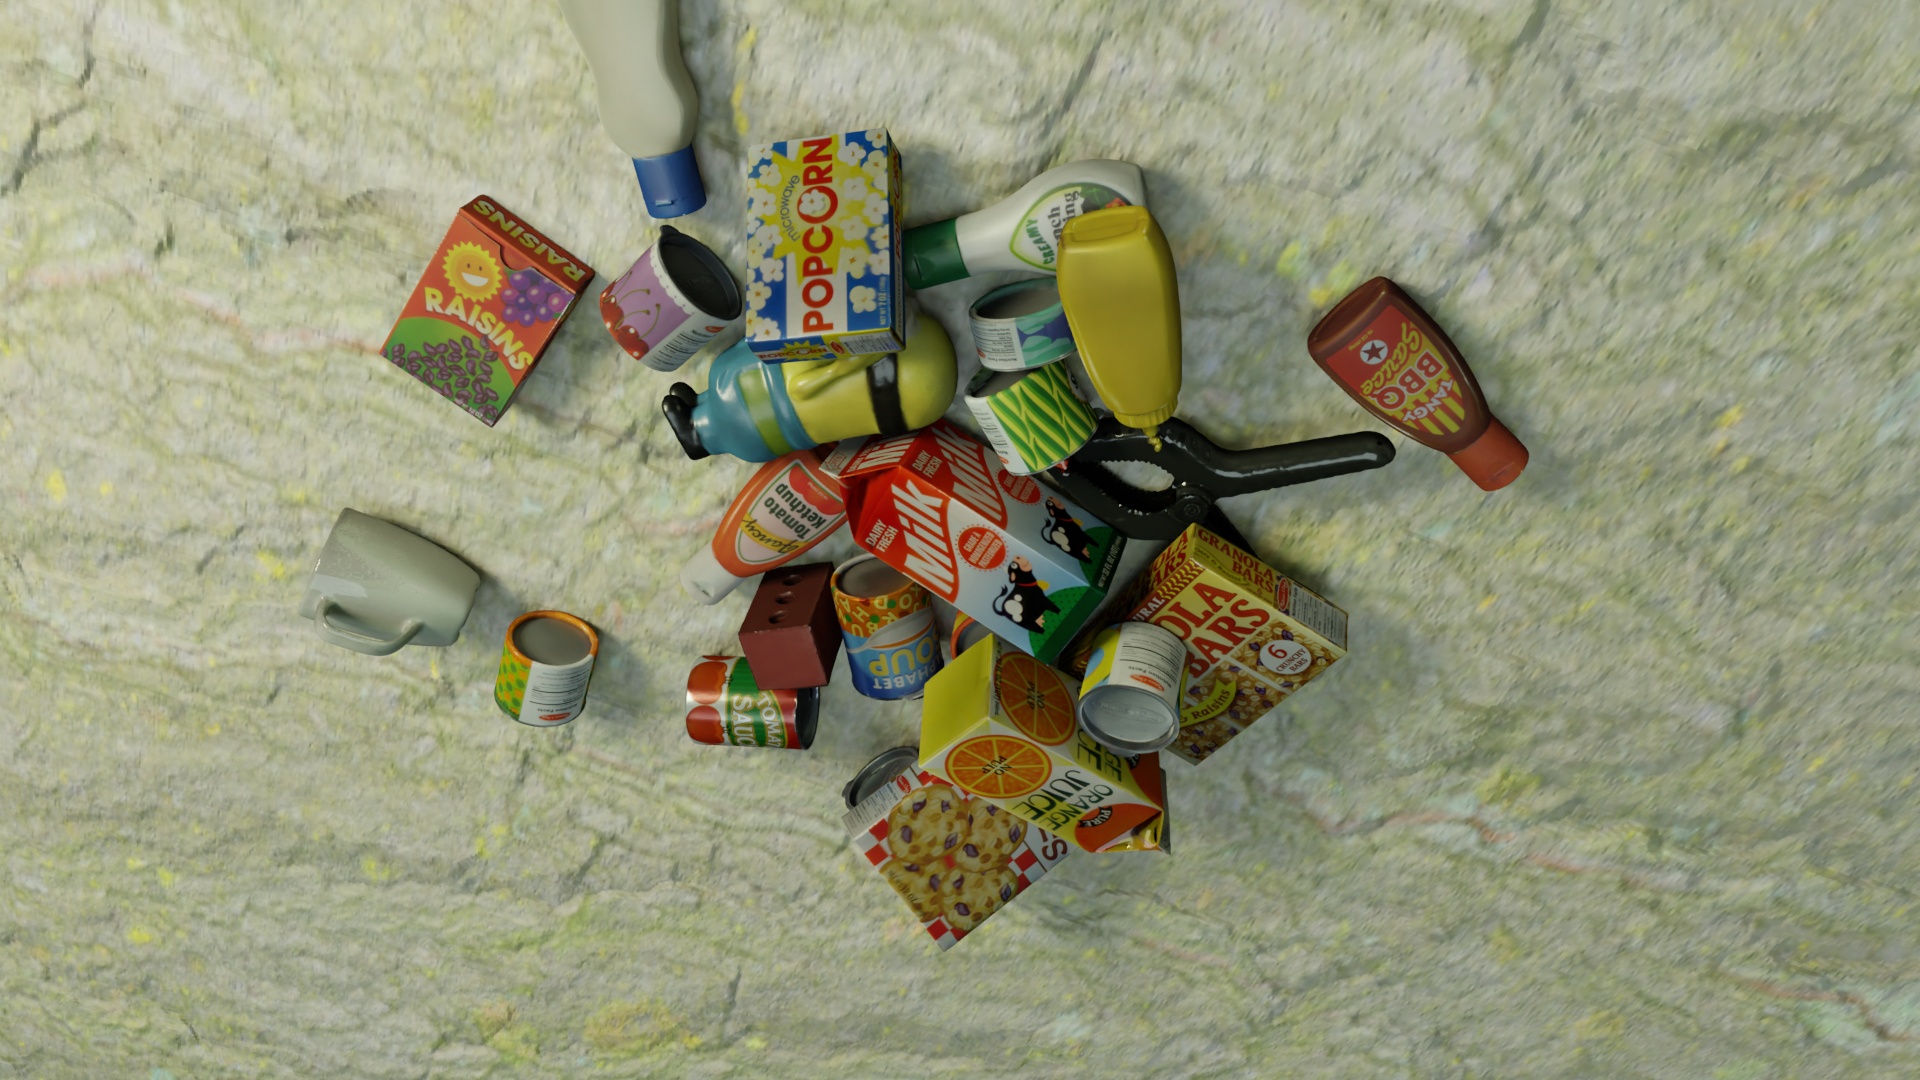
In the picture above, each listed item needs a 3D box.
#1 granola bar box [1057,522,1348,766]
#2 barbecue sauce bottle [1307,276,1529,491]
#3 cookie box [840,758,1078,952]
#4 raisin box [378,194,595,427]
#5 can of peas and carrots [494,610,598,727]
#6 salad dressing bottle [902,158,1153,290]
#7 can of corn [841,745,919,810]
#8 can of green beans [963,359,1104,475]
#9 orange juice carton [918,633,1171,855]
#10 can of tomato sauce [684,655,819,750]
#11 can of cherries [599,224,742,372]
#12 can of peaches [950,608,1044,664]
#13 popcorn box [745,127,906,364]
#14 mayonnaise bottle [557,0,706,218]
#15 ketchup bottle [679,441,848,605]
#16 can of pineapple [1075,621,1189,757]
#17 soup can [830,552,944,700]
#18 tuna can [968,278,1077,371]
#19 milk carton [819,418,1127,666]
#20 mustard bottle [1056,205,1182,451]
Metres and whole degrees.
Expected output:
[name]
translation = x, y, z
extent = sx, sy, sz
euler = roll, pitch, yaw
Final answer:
[granola bar box]
translation = 0.158, 0.073, 0.932
extent = 0.124, 0.039, 0.164
euler = 30, 134, -11
[barbecue sauce bottle]
translation = 0.280, -0.089, 0.835
extent = 0.148, 0.044, 0.064
euler = 39, 117, -16
[cookie box]
translation = 0.018, 0.197, 1.004
extent = 0.167, 0.040, 0.122
euler = -37, 114, -6
[raisin box]
translation = -0.302, -0.145, 0.885
extent = 0.086, 0.040, 0.123
euler = 36, 119, -13
[can of peas and carrots]
translation = -0.303, 0.091, 1.015
extent = 0.071, 0.071, 0.058
euler = 20, 122, -4
[salad dressing bottle]
translation = 0.037, -0.180, 0.813
extent = 0.147, 0.044, 0.064
euler = -11, 122, 15
[can of corn]
translation = -0.045, 0.199, 1.042
extent = 0.071, 0.071, 0.058
euler = -26, 115, 21
[can of green beans]
translation = 0.043, -0.083, 0.858
extent = 0.071, 0.071, 0.057
euler = -24, 115, 20
[orange juice carton]
translation = 0.071, 0.146, 0.932
extent = 0.192, 0.072, 0.072
euler = 31, 129, -24
[can of tomato sauce]
translation = -0.150, 0.118, 1.005
extent = 0.083, 0.071, 0.070
euler = 1, 121, 8
[can of cherries]
translation = -0.179, -0.148, 0.852
extent = 0.058, 0.072, 0.071
euler = -35, 111, 26
[can of peaches]
translation = 0.027, 0.058, 0.951
extent = 0.071, 0.058, 0.071
euler = 3, 122, 6
[popcorn box]
translation = -0.077, -0.167, 0.795
extent = 0.085, 0.127, 0.038
euler = -5, 165, 11
[mayonnaise bottle]
translation = -0.182, -0.261, 0.797
extent = 0.065, 0.041, 0.147
euler = -4, 122, 12
[ketchup bottle]
translation = -0.131, -0.010, 0.941
extent = 0.064, 0.044, 0.148
euler = 42, 118, -18
[can of pineapple]
translation = 0.111, 0.096, 0.898
extent = 0.071, 0.058, 0.070
euler = 10, 134, 11
[soup can]
translation = -0.048, 0.059, 0.954
extent = 0.071, 0.072, 0.083
euler = -4, 120, 10
[tuna can]
translation = 0.042, -0.131, 0.831
extent = 0.071, 0.071, 0.032
euler = -8, 119, 13
[milk carton]
translation = 0.003, -0.011, 0.889
extent = 0.190, 0.073, 0.073
euler = 33, 126, -1
[mustard bottle]
translation = 0.098, -0.115, 0.804
extent = 0.065, 0.049, 0.159
euler = -6, 133, 14
